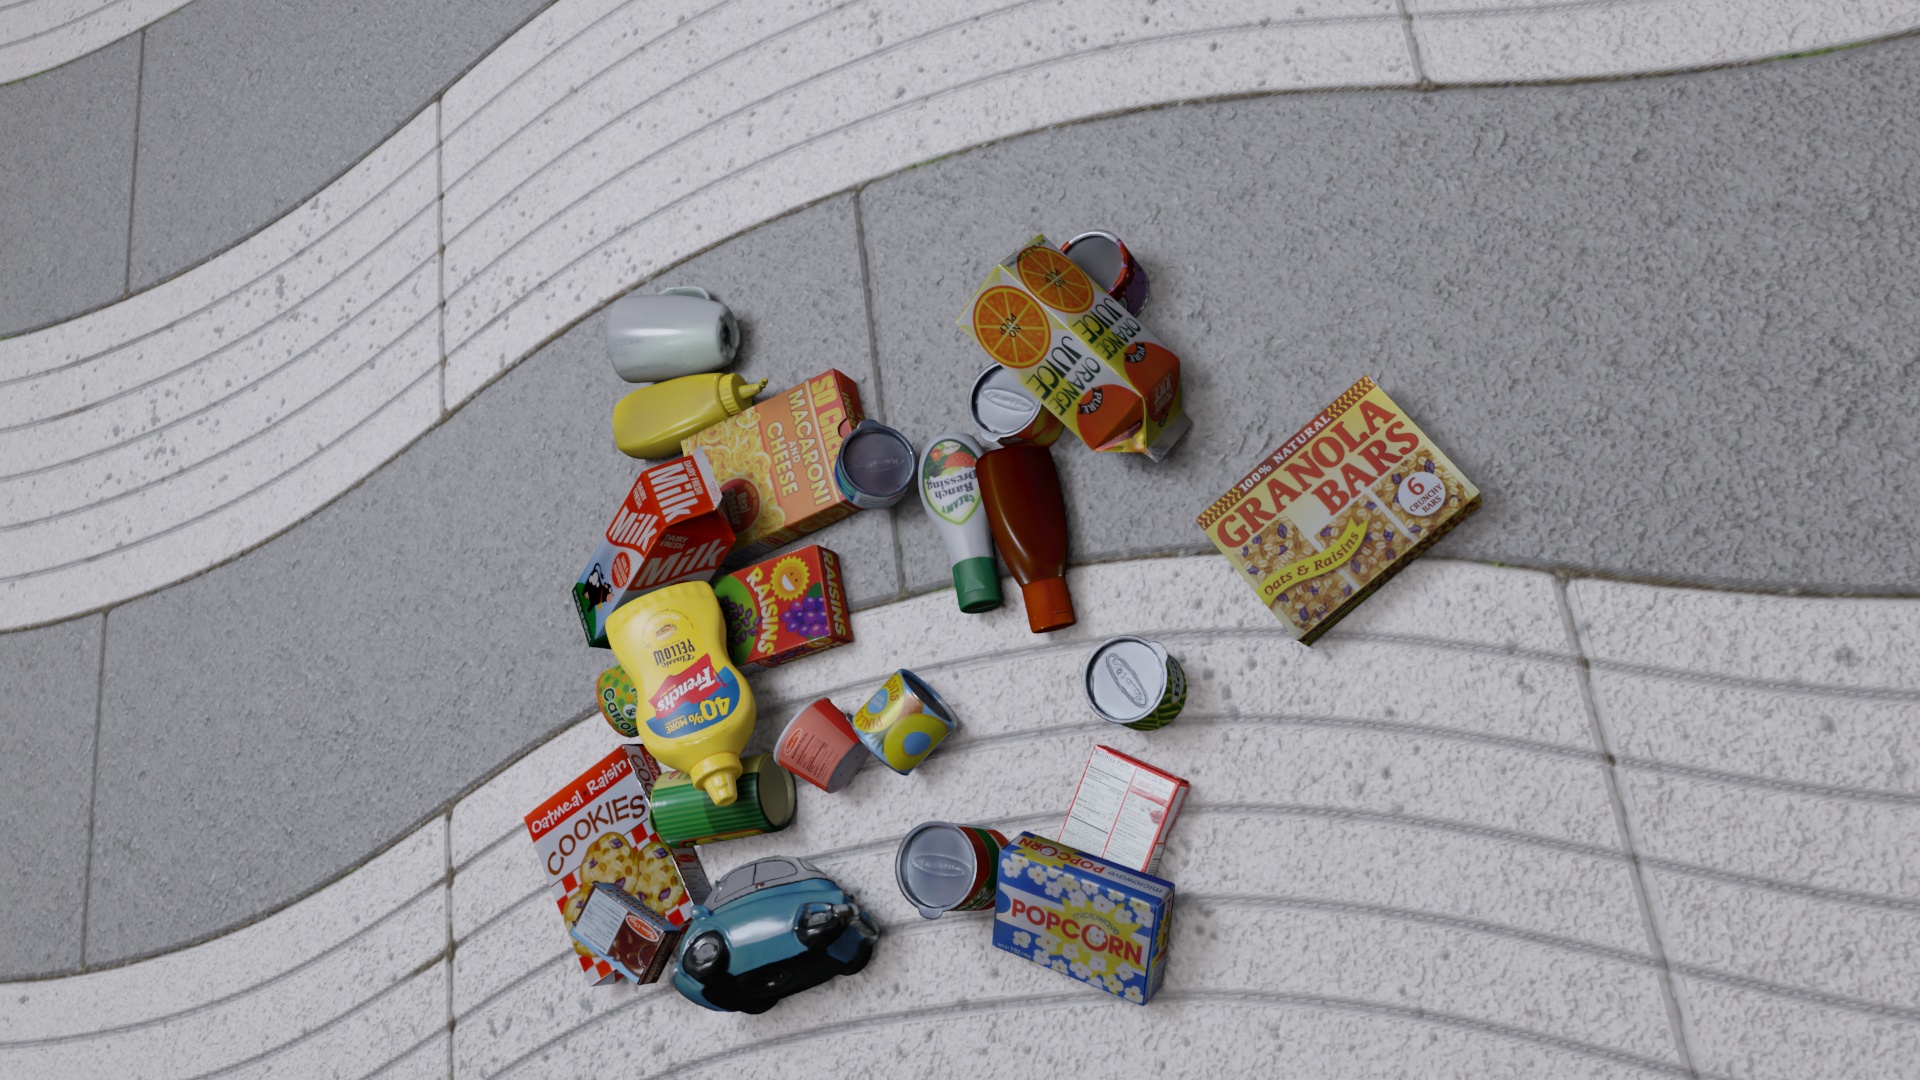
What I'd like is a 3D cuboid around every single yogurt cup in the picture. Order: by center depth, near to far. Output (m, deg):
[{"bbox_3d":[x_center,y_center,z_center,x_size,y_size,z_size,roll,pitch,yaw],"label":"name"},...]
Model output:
[{"bbox_3d":[-0.111,0.170,1.139,0.054,0.072,0.072,34,92,19],"label":"yogurt cup"}]

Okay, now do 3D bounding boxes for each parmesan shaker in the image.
[{"bbox_3d":[-0.198,0.219,1.160,0.103,0.071,0.071,-13,72,21],"label":"parmesan shaker"}]

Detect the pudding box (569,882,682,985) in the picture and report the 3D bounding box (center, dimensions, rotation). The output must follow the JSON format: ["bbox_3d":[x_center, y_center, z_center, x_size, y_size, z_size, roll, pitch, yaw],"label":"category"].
[{"bbox_3d":[-0.277,0.324,1.147,0.084,0.030,0.049,25,87,26],"label":"pudding box"}]

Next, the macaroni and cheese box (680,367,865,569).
[{"bbox_3d":[-0.160,-0.063,1.235,0.166,0.040,0.124,-23,69,18],"label":"macaroni and cheese box"}]

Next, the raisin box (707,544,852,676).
[{"bbox_3d":[-0.161,0.063,1.203,0.123,0.040,0.086,-19,68,20],"label":"raisin box"}]

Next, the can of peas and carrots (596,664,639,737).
[{"bbox_3d":[-0.277,0.134,1.219,0.058,0.071,0.071,-26,68,17],"label":"can of peas and carrots"}]

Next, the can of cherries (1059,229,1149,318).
[{"bbox_3d":[0.115,-0.211,1.139,0.071,0.058,0.071,-6,74,23],"label":"can of cherries"}]

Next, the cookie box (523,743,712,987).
[{"bbox_3d":[-0.296,0.279,1.207,0.123,0.040,0.168,-36,66,12],"label":"cookie box"}]

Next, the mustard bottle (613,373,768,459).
[{"bbox_3d":[-0.244,-0.121,1.284,0.160,0.049,0.065,-15,69,20],"label":"mustard bottle"}]

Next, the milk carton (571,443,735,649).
[{"bbox_3d":[-0.258,0.008,1.201,0.189,0.073,0.072,-53,47,27],"label":"milk carton"}]

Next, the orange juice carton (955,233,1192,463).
[{"bbox_3d":[0.098,-0.142,1.088,0.193,0.072,0.072,43,135,3],"label":"orange juice carton"}]

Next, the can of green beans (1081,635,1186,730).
[{"bbox_3d":[0.132,0.108,1.047,0.071,0.058,0.071,-6,74,23],"label":"can of green beans"}]

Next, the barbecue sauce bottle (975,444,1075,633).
[{"bbox_3d":[0.058,-0.001,1.112,0.043,0.065,0.149,-37,63,61],"label":"barbecue sauce bottle"}]

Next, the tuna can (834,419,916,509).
[{"bbox_3d":[-0.073,-0.063,1.165,0.071,0.032,0.071,5,68,-12],"label":"tuna can"}]

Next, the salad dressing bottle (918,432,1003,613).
[{"bbox_3d":[0.004,-0.014,1.145,0.064,0.044,0.148,-15,71,10],"label":"salad dressing bottle"}]

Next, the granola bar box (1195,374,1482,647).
[{"bbox_3d":[0.277,-0.021,1.026,0.165,0.039,0.124,-41,65,10],"label":"granola bar box"}]

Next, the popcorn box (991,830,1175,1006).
[{"bbox_3d":[0.089,0.274,1.015,0.127,0.038,0.085,14,112,27],"label":"popcorn box"}]

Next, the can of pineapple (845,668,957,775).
[{"bbox_3d":[-0.046,0.144,1.112,0.058,0.071,0.071,-46,63,6],"label":"can of pineapple"}]

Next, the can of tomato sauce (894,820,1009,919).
[{"bbox_3d":[-0.002,0.250,1.056,0.071,0.083,0.071,-6,74,23],"label":"can of tomato sauce"}]

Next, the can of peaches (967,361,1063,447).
[{"bbox_3d":[0.046,-0.107,1.143,0.071,0.058,0.071,-6,75,23],"label":"can of peaches"}]
